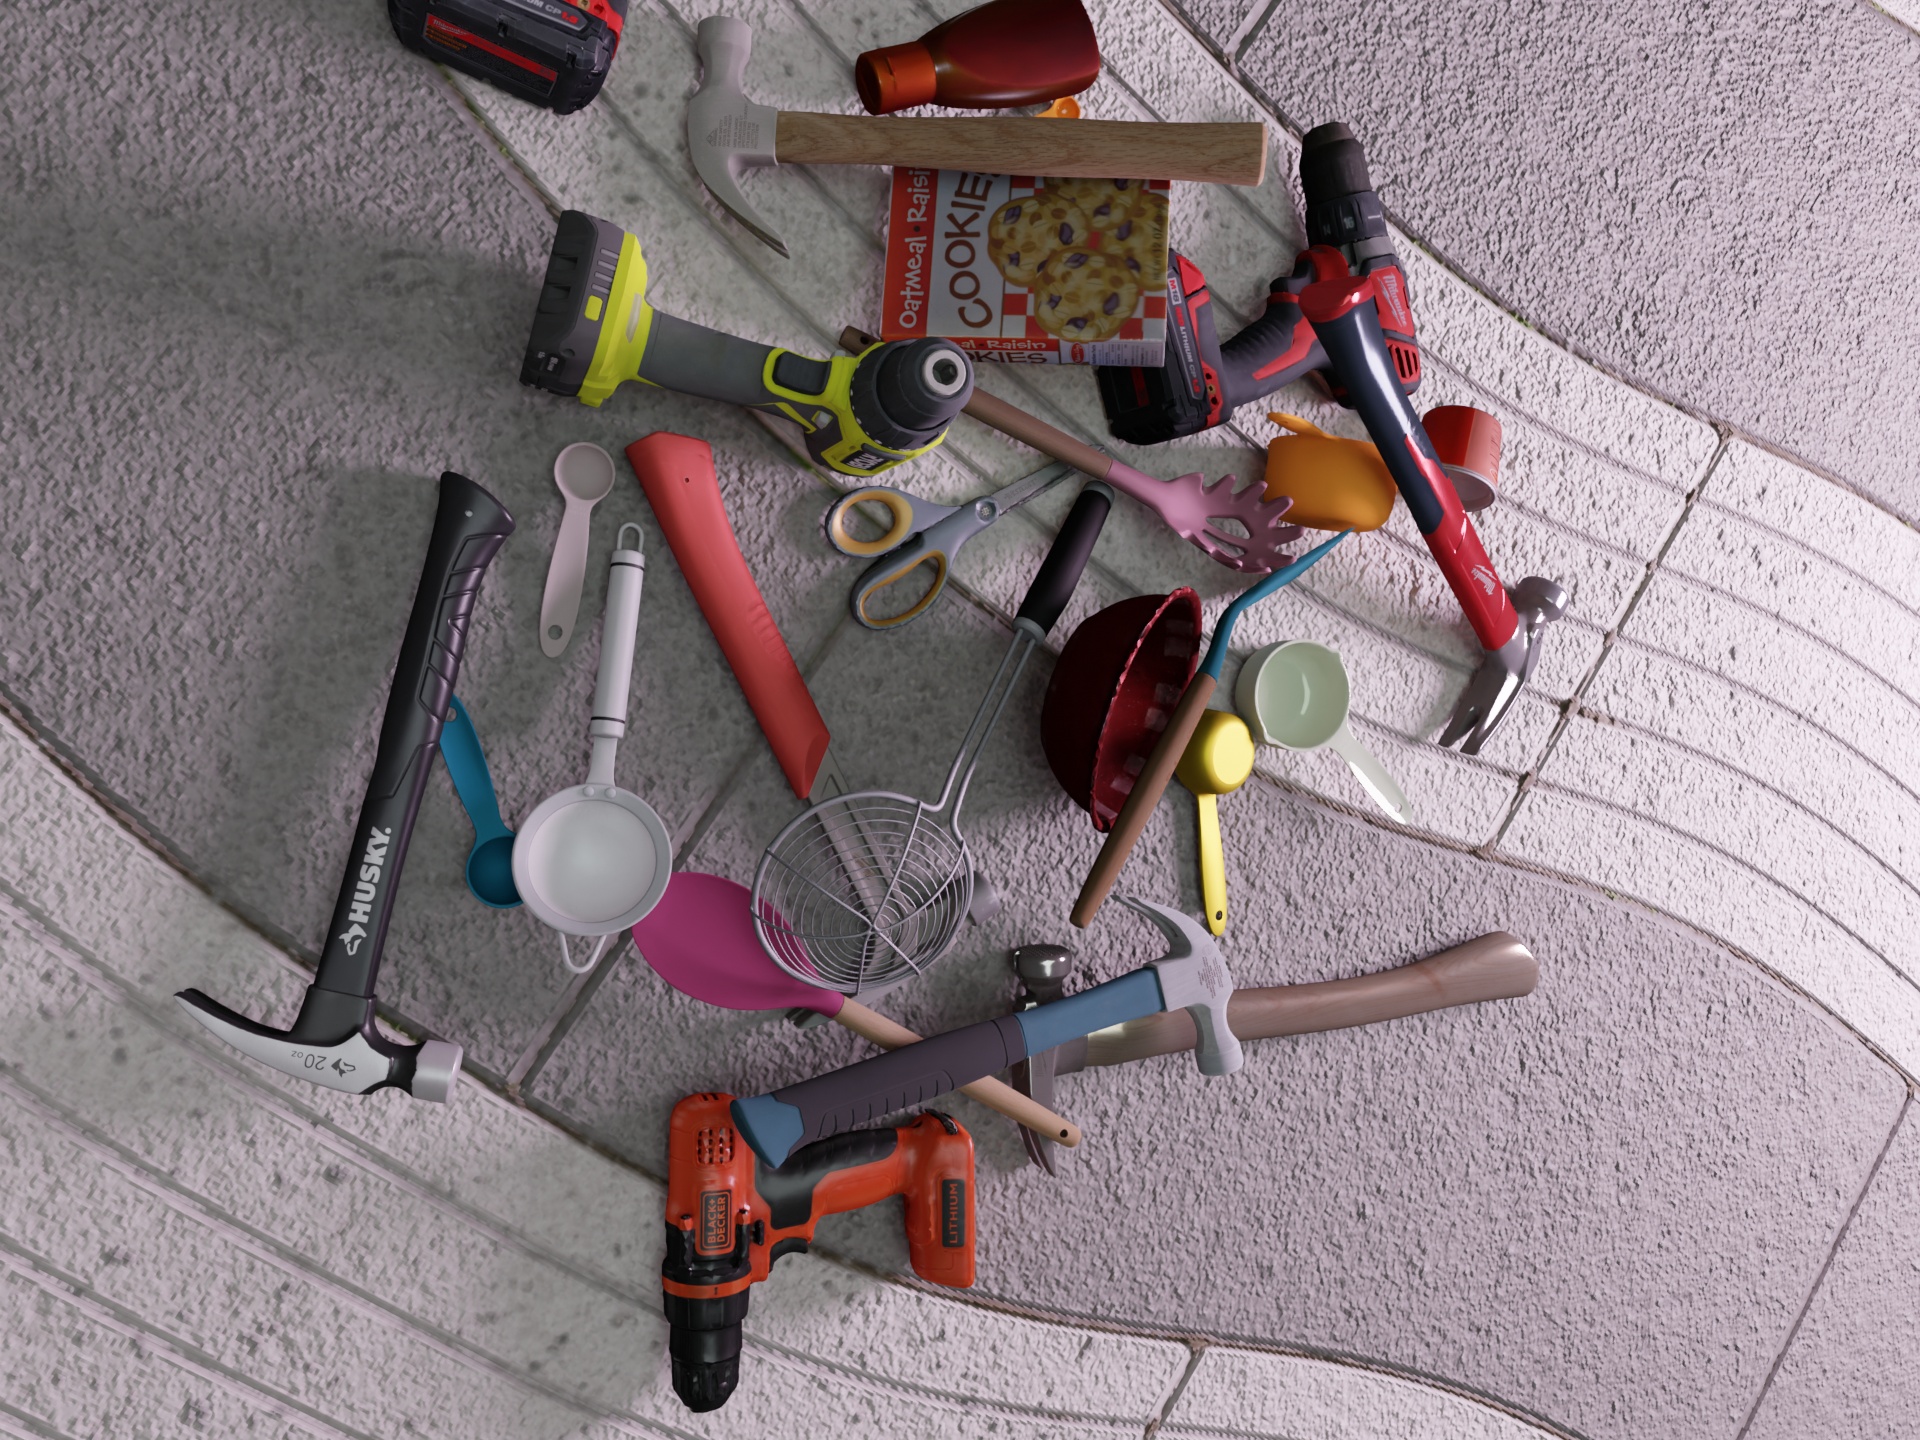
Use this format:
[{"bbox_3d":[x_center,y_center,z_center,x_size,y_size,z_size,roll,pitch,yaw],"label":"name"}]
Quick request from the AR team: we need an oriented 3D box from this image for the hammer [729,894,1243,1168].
[{"bbox_3d":[0.022,0.195,0.953,0.331,0.033,0.128,-14,93,-26],"label":"hammer"}]

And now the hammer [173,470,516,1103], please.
[{"bbox_3d":[-0.308,0.028,0.858,0.146,0.035,0.335,14,84,-11],"label":"hammer"}]

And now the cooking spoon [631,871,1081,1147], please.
[{"bbox_3d":[-0.053,0.182,0.948,0.318,0.017,0.069,33,78,-19],"label":"cooking spoon"}]

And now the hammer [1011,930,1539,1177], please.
[{"bbox_3d":[0.226,0.207,1.089,0.410,0.038,0.146,-3,95,-22],"label":"hammer"}]

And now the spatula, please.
[{"bbox_3d":[0.155,0.000,1.009,0.044,0.082,0.317,32,71,-3],"label":"spatula"}]

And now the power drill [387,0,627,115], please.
[{"bbox_3d":[-0.226,-0.460,0.860,0.143,0.078,0.220,19,82,-22],"label":"power drill"}]

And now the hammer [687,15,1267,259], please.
[{"bbox_3d":[0.008,-0.328,0.913,0.331,0.031,0.130,4,90,3],"label":"hammer"}]

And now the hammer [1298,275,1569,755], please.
[{"bbox_3d":[0.297,-0.129,1.024,0.143,0.038,0.385,-57,134,-12],"label":"hammer"}]

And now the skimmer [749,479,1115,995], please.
[{"bbox_3d":[-0.002,-0.003,0.963,0.127,0.090,0.363,42,58,-25],"label":"skimmer"}]

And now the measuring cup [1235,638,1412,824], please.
[{"bbox_3d":[0.252,0.013,1.093,0.167,0.038,0.083,46,76,-19],"label":"measuring cup"}]

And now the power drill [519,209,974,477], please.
[{"bbox_3d":[-0.112,-0.194,0.857,0.228,0.190,0.080,14,87,-18],"label":"power drill"}]

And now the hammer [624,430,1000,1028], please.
[{"bbox_3d":[-0.111,0.000,0.944,0.149,0.037,0.359,-30,103,-18],"label":"hammer"}]

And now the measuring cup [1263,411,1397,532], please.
[{"bbox_3d":[0.225,-0.157,1.018,0.173,0.095,0.052,5,94,-61],"label":"measuring cup"}]

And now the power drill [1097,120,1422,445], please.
[{"bbox_3d":[0.195,-0.283,1.038,0.226,0.080,0.188,-18,99,-23],"label":"power drill"}]

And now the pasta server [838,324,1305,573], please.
[{"bbox_3d":[0.070,-0.171,0.992,0.316,0.040,0.060,25,73,-13],"label":"pasta server"}]

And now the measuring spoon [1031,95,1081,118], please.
[{"bbox_3d":[0.028,-0.360,1.002,0.117,0.011,0.021,-35,101,-14],"label":"measuring spoon"}]

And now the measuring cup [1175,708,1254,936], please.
[{"bbox_3d":[0.175,0.070,1.062,0.062,0.029,0.156,-11,100,-37],"label":"measuring cup"}]

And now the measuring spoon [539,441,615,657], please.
[{"bbox_3d":[-0.224,-0.097,0.909,0.034,0.018,0.124,10,95,-22],"label":"measuring spoon"}]

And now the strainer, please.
[{"bbox_3d":[-0.199,0.013,0.899,0.087,0.050,0.258,7,80,-11],"label":"strainer"}]

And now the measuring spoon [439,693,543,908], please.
[{"bbox_3d":[-0.271,0.044,0.895,0.042,0.021,0.128,-19,90,-16],"label":"measuring spoon"}]
